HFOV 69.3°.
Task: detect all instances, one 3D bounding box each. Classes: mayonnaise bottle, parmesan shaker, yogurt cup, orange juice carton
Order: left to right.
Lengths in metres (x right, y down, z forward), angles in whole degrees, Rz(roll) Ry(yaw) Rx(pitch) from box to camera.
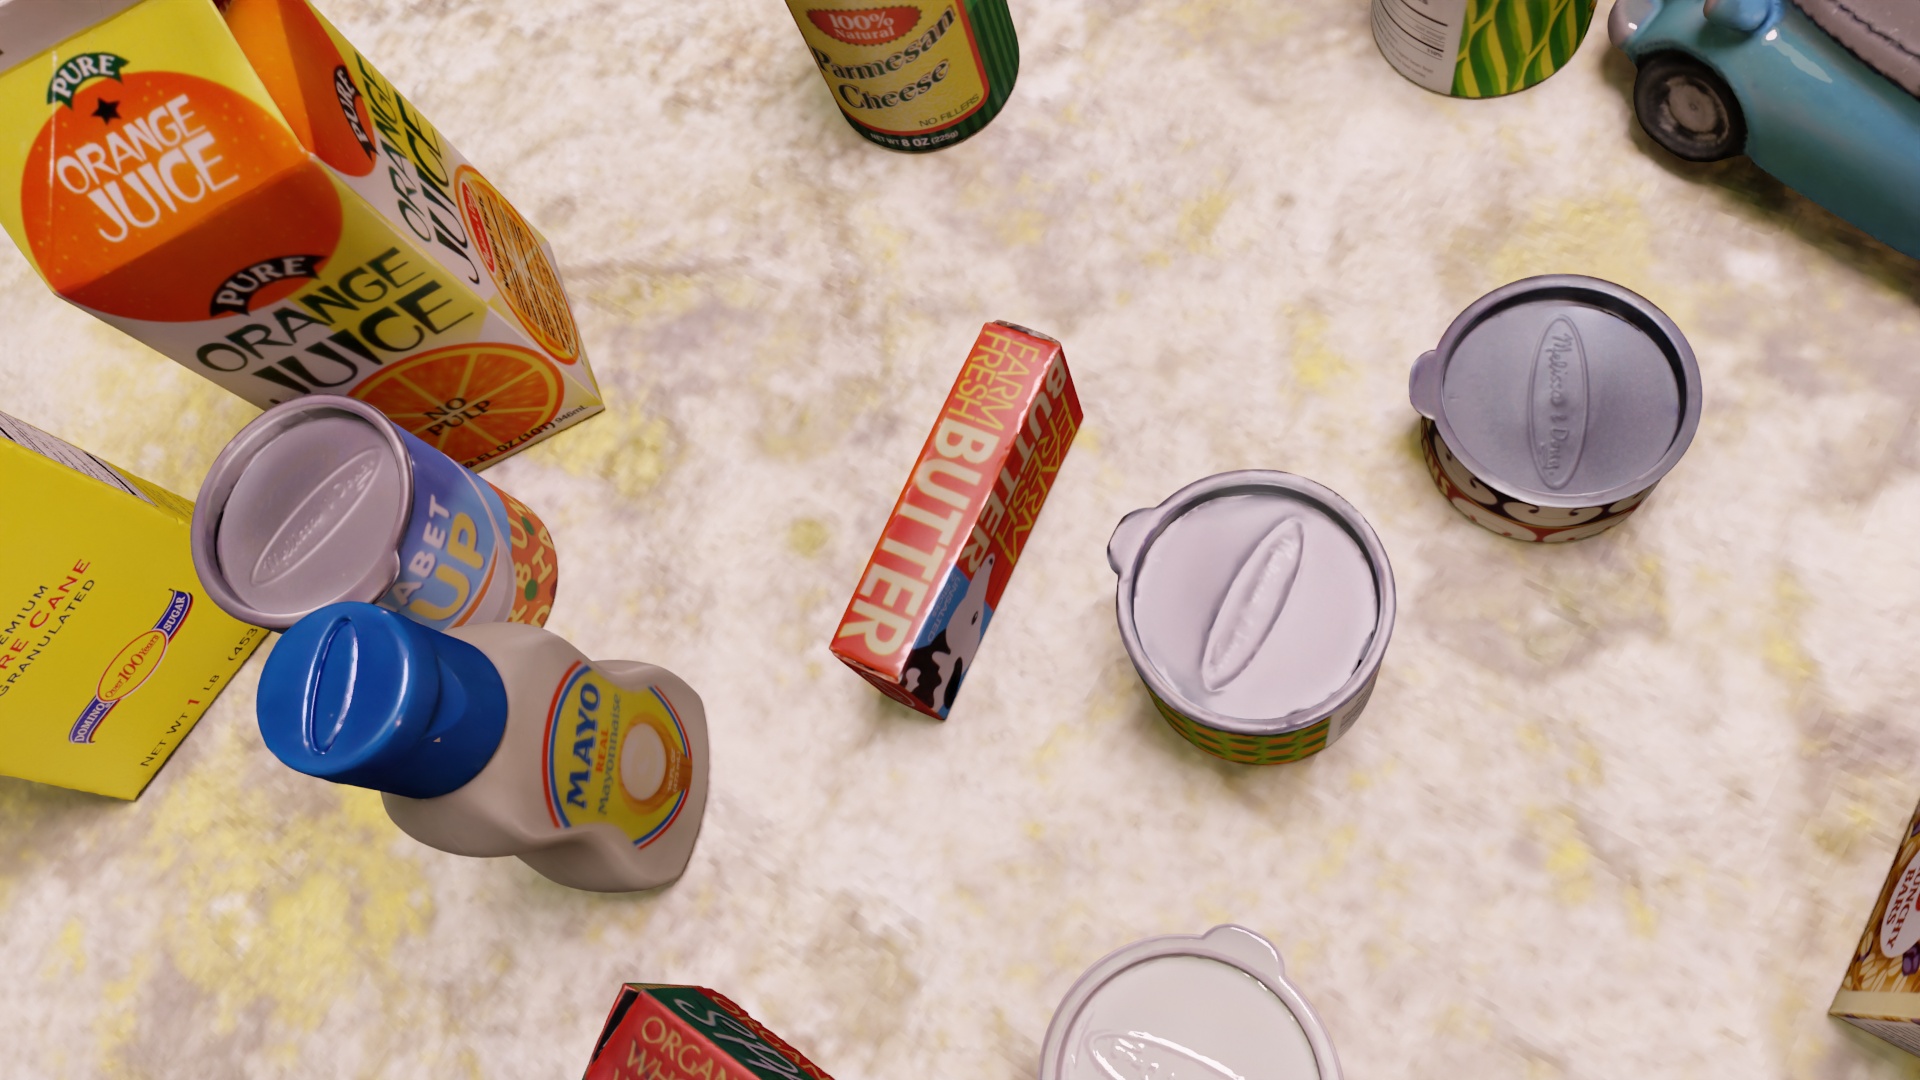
[{"bbox_3d":[-0.181,-0.086,0.383,0.072,0.192,0.073,-26,69,4],"label":"orange juice carton"},{"bbox_3d":[-0.109,0.051,0.345,0.041,0.147,0.065,-1,73,13],"label":"mayonnaise bottle"},{"bbox_3d":[-0.019,-0.174,0.422,0.071,0.103,0.071,-4,72,12],"label":"parmesan shaker"},{"bbox_3d":[0.056,0.130,0.331,0.072,0.054,0.072,-4,72,12],"label":"yogurt cup"}]

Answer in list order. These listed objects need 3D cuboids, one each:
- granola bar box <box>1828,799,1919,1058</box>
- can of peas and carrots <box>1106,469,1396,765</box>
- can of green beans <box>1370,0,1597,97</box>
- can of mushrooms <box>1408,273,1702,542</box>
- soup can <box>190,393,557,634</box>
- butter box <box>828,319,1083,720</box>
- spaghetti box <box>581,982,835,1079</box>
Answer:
[{"bbox_3d":[0.249,0.032,0.281,0.039,0.124,0.166,27,80,20],"label":"granola bar box"},{"bbox_3d":[0.074,0.021,0.360,0.071,0.058,0.071,-4,72,12],"label":"can of peas and carrots"},{"bbox_3d":[0.155,-0.173,0.406,0.071,0.057,0.071,-4,72,12],"label":"can of green beans"},{"bbox_3d":[0.156,-0.035,0.373,0.071,0.033,0.071,-4,72,12],"label":"can of mushrooms"},{"bbox_3d":[-0.166,0.005,0.408,0.071,0.083,0.071,-4,72,12],"label":"soup can"},{"bbox_3d":[0.001,-0.005,0.389,0.024,0.053,0.103,21,78,19],"label":"butter box"},{"bbox_3d":[0.017,0.184,0.325,0.250,0.050,0.029,29,81,20],"label":"spaghetti box"}]
